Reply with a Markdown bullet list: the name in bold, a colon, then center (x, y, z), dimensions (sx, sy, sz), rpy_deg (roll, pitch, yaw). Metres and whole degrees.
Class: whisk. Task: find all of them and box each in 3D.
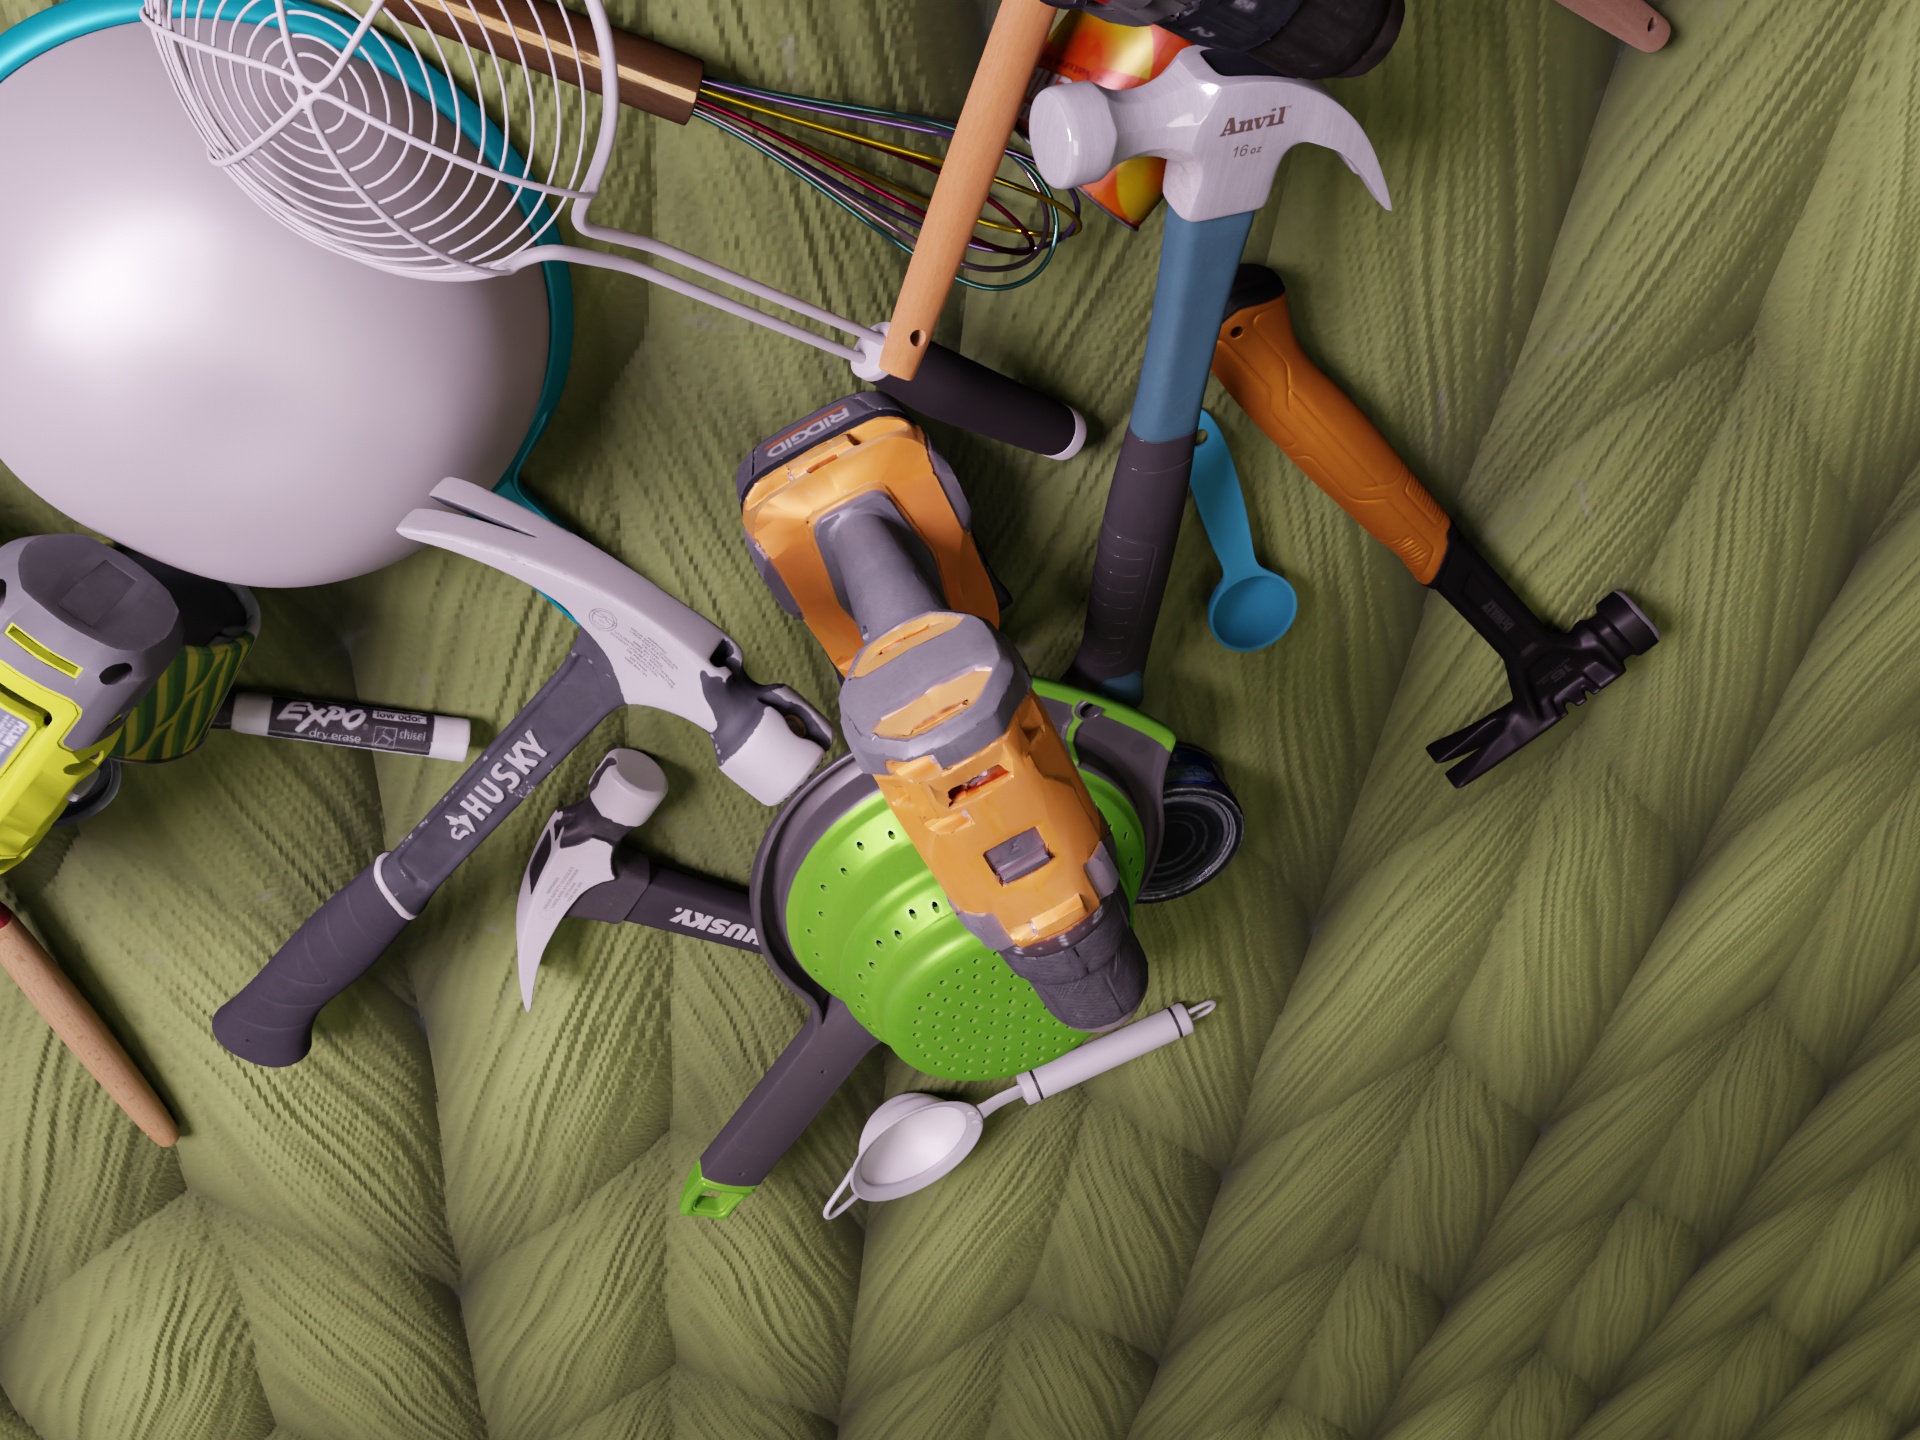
- **whisk**: center (-0.070, -0.201, 0.536), dimensions (0.244, 0.047, 0.051), rpy_deg (13, 120, -22)

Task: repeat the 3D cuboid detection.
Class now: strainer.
- **strainer**: center (0.033, 0.217, 0.933), dimensions (0.258, 0.050, 0.086), rpy_deg (-23, 139, -5)
- **strainer**: center (-0.197, -0.082, 0.559), dimensions (0.211, 0.095, 0.340), rpy_deg (-34, 130, 13)

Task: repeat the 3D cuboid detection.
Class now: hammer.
- **hammer**: center (-0.067, 0.121, 0.820), dimensions (0.334, 0.035, 0.146), rpy_deg (22, 120, -32)
- **hammer**: center (0.198, -0.085, 0.724), dimensions (0.127, 0.034, 0.336), rpy_deg (-41, 129, 17)
- **hammer**: center (0.075, -0.105, 0.616), dimensions (0.128, 0.033, 0.330), rpy_deg (-17, 148, -16)
- **hammer**: center (-0.219, 0.055, 0.629), dimensions (0.149, 0.036, 0.409), rpy_deg (41, 132, -15)

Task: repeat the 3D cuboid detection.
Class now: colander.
- **colander**: center (-0.032, 0.156, 0.771), dimensions (0.204, 0.095, 0.397), rpy_deg (18, 123, -31)

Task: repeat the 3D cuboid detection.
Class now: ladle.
- **ladle**: center (-0.410, 0.104, 0.695), dimensions (0.031, 0.069, 0.315), rpy_deg (-44, 148, -31)

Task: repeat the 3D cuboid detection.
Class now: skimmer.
- **skimmer**: center (-0.074, -0.162, 0.521), dimensions (0.127, 0.090, 0.363), rpy_deg (-30, 157, 31)

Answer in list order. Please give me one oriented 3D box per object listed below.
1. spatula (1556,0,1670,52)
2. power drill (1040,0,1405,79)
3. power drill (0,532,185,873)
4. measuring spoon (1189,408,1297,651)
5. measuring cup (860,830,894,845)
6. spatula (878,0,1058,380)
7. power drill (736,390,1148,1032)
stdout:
- **spatula**: center (0.138, -0.275, 0.512), dimensions (0.315, 0.018, 0.059), rpy_deg (7, 110, -36)
- **power drill**: center (0.076, -0.291, 0.405), dimensions (0.187, 0.080, 0.226), rpy_deg (8, 109, -37)
- **power drill**: center (-0.399, -0.027, 0.513), dimensions (0.228, 0.080, 0.190), rpy_deg (39, 111, -21)
- **measuring spoon**: center (0.118, -0.087, 0.713), dimensions (0.042, 0.021, 0.128), rpy_deg (-22, 124, 3)
- **measuring cup**: center (-0.020, 0.004, 0.745), dimensions (0.062, 0.029, 0.156), rpy_deg (-5, 119, -14)
- **spatula**: center (0.040, -0.257, 0.484), dimensions (0.081, 0.041, 0.322), rpy_deg (12, 107, -33)
- **power drill**: center (-0.001, -0.002, 0.595), dimensions (0.084, 0.226, 0.185), rpy_deg (-28, 131, 2)
